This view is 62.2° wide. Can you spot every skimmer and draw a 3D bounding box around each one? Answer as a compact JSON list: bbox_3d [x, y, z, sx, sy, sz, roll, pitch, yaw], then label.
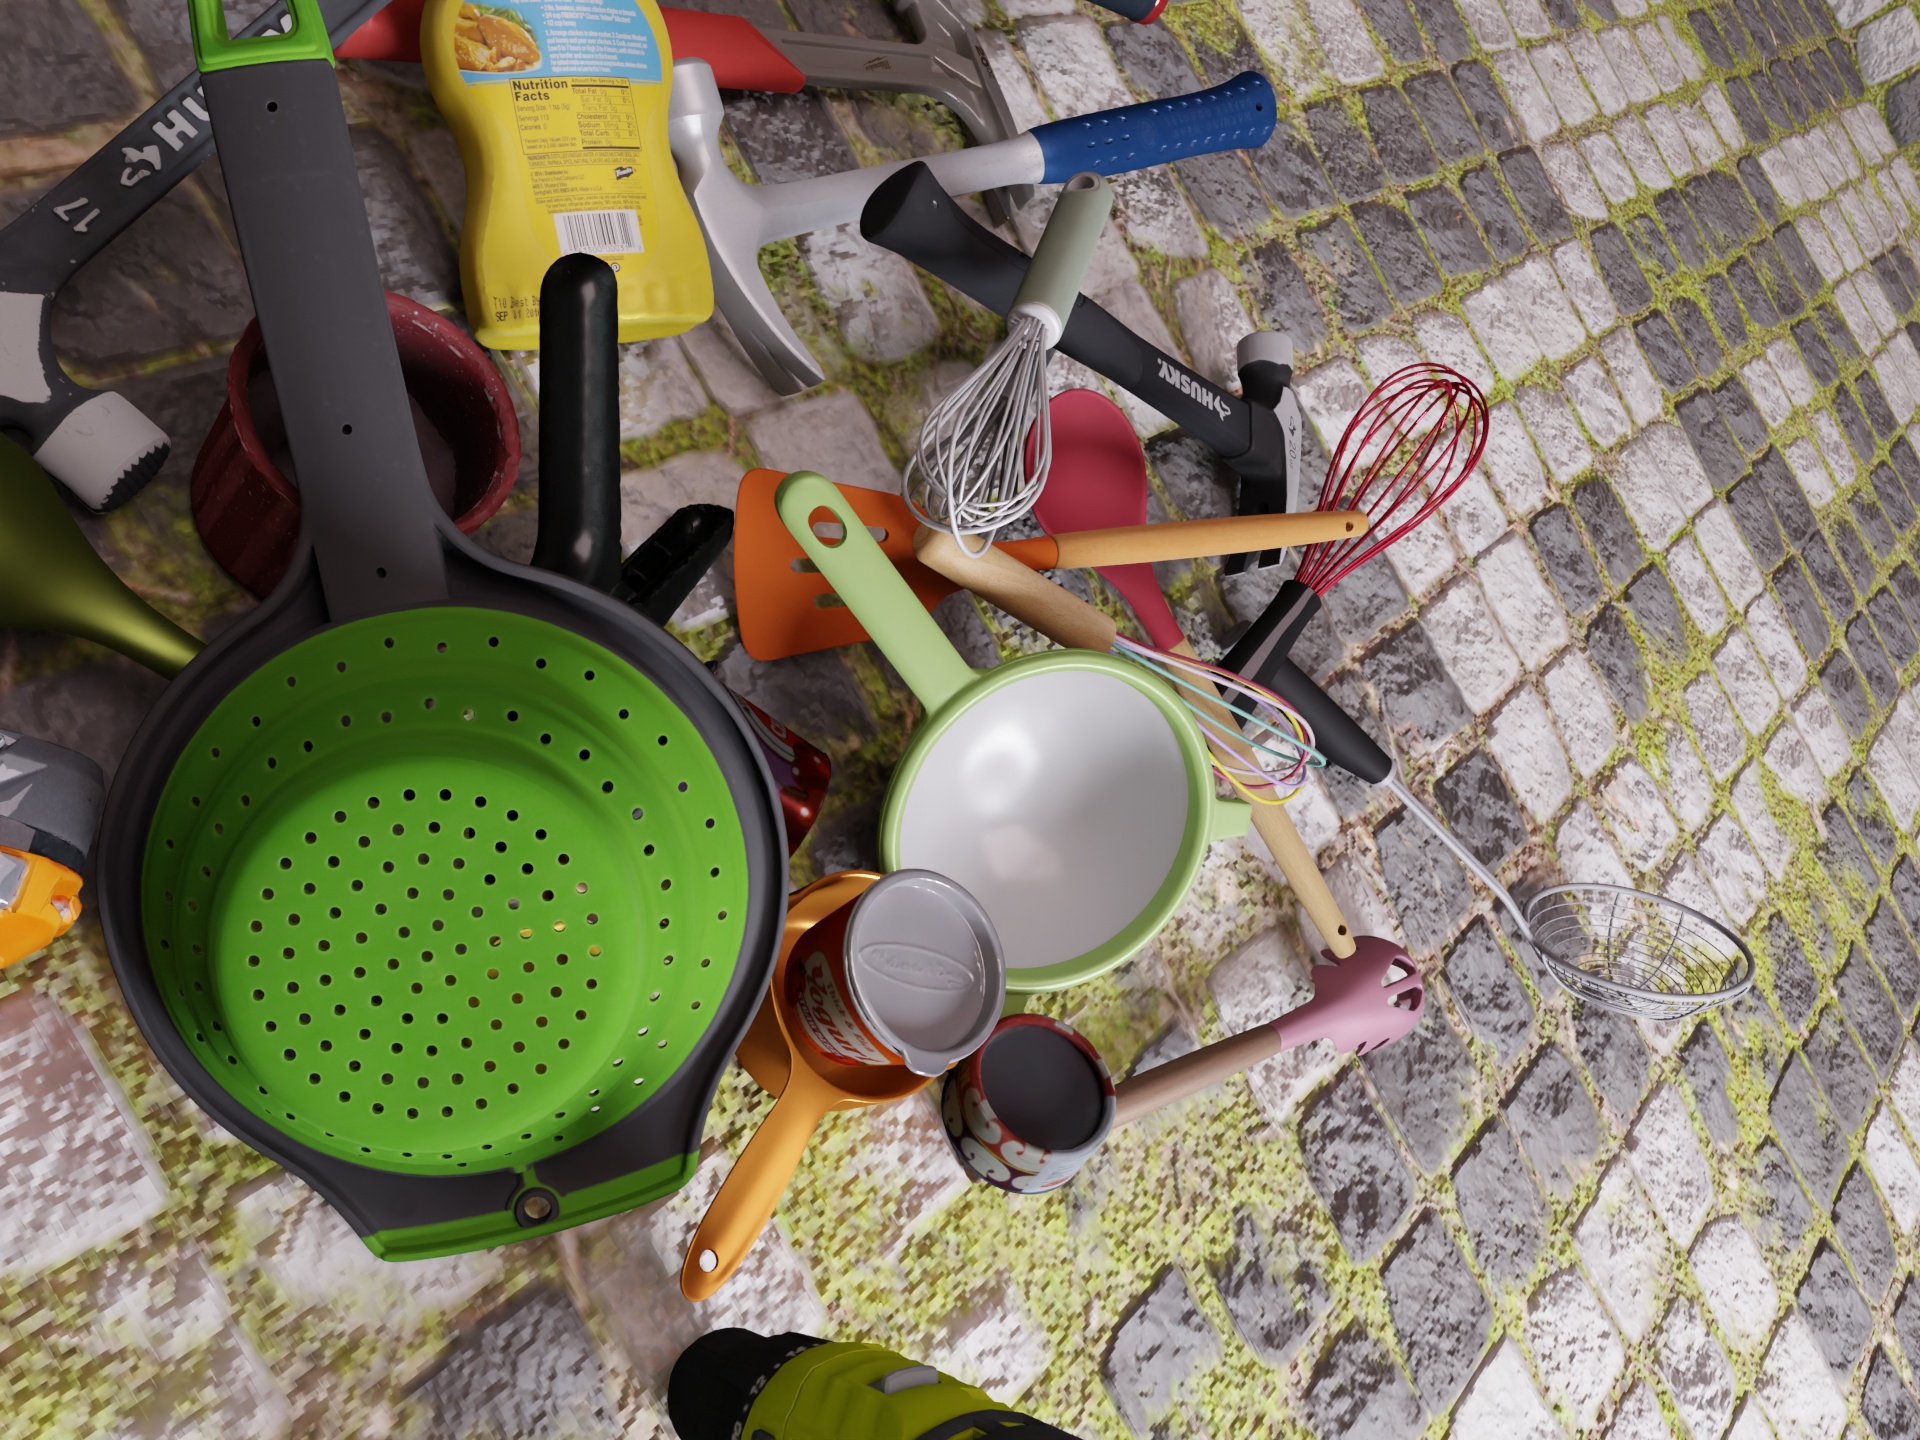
[{"bbox_3d":[0.299,0.048,0.895,0.363,0.090,0.127,41,18,-16],"label":"skimmer"}]

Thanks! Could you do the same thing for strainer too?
[{"bbox_3d":[-0.001,-0.002,0.659,0.151,0.069,0.256,-40,114,-6],"label":"strainer"}]

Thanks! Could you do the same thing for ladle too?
[{"bbox_3d":[-0.223,0.005,0.526,0.319,0.062,0.078,37,55,-31],"label":"ladle"},{"bbox_3d":[0.117,-0.016,0.774,0.069,0.031,0.315,-35,101,-22],"label":"ladle"}]

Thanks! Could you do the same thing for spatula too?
[{"bbox_3d":[0.055,-0.080,0.719,0.322,0.041,0.081,-8,107,-29],"label":"spatula"}]

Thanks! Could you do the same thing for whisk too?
[{"bbox_3d":[0.190,-0.081,0.839,0.073,0.073,0.296,44,71,-17],"label":"whisk"},{"bbox_3d":[0.018,-0.154,0.783,0.055,0.055,0.239,39,48,-21],"label":"whisk"},{"bbox_3d":[0.077,-0.023,0.700,0.244,0.051,0.047,28,94,-32],"label":"whisk"},{"bbox_3d":[0.030,-0.161,0.675,0.059,0.058,0.246,71,30,-44],"label":"whisk"}]

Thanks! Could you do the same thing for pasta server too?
[{"bbox_3d":[0.123,0.159,0.749,0.316,0.040,0.060,-12,80,-38],"label":"pasta server"}]

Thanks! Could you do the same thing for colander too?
[{"bbox_3d":[-0.162,-0.024,0.444,0.204,0.094,0.397,-12,98,-10],"label":"colander"}]

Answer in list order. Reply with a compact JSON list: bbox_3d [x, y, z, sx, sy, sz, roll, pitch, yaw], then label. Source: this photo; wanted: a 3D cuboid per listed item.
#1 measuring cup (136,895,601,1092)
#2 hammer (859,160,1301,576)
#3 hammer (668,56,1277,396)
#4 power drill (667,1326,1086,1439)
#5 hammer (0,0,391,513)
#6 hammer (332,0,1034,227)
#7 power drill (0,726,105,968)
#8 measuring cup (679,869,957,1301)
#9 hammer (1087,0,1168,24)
[{"bbox_3d":[-0.190,0.087,0.528,0.156,0.029,0.062,18,61,-20],"label":"measuring cup"},{"bbox_3d":[0.075,-0.181,0.793,0.334,0.035,0.146,18,69,-46],"label":"hammer"},{"bbox_3d":[0.029,-0.276,0.802,0.405,0.035,0.144,-27,105,-38],"label":"hammer"},{"bbox_3d":[-0.034,0.304,0.472,0.080,0.190,0.228,6,82,-38],"label":"power drill"},{"bbox_3d":[-0.208,-0.266,0.553,0.149,0.036,0.409,43,73,-13],"label":"hammer"},{"bbox_3d":[-0.115,-0.303,0.738,0.359,0.036,0.149,-16,83,-43],"label":"hammer"},{"bbox_3d":[-0.318,0.099,0.375,0.164,0.084,0.227,23,63,-30],"label":"power drill"},{"bbox_3d":[-0.066,0.135,0.586,0.095,0.052,0.174,44,52,-17],"label":"measuring cup"},{"bbox_3d":[-0.045,-0.400,0.791,0.386,0.038,0.143,1,58,-33],"label":"hammer"}]
